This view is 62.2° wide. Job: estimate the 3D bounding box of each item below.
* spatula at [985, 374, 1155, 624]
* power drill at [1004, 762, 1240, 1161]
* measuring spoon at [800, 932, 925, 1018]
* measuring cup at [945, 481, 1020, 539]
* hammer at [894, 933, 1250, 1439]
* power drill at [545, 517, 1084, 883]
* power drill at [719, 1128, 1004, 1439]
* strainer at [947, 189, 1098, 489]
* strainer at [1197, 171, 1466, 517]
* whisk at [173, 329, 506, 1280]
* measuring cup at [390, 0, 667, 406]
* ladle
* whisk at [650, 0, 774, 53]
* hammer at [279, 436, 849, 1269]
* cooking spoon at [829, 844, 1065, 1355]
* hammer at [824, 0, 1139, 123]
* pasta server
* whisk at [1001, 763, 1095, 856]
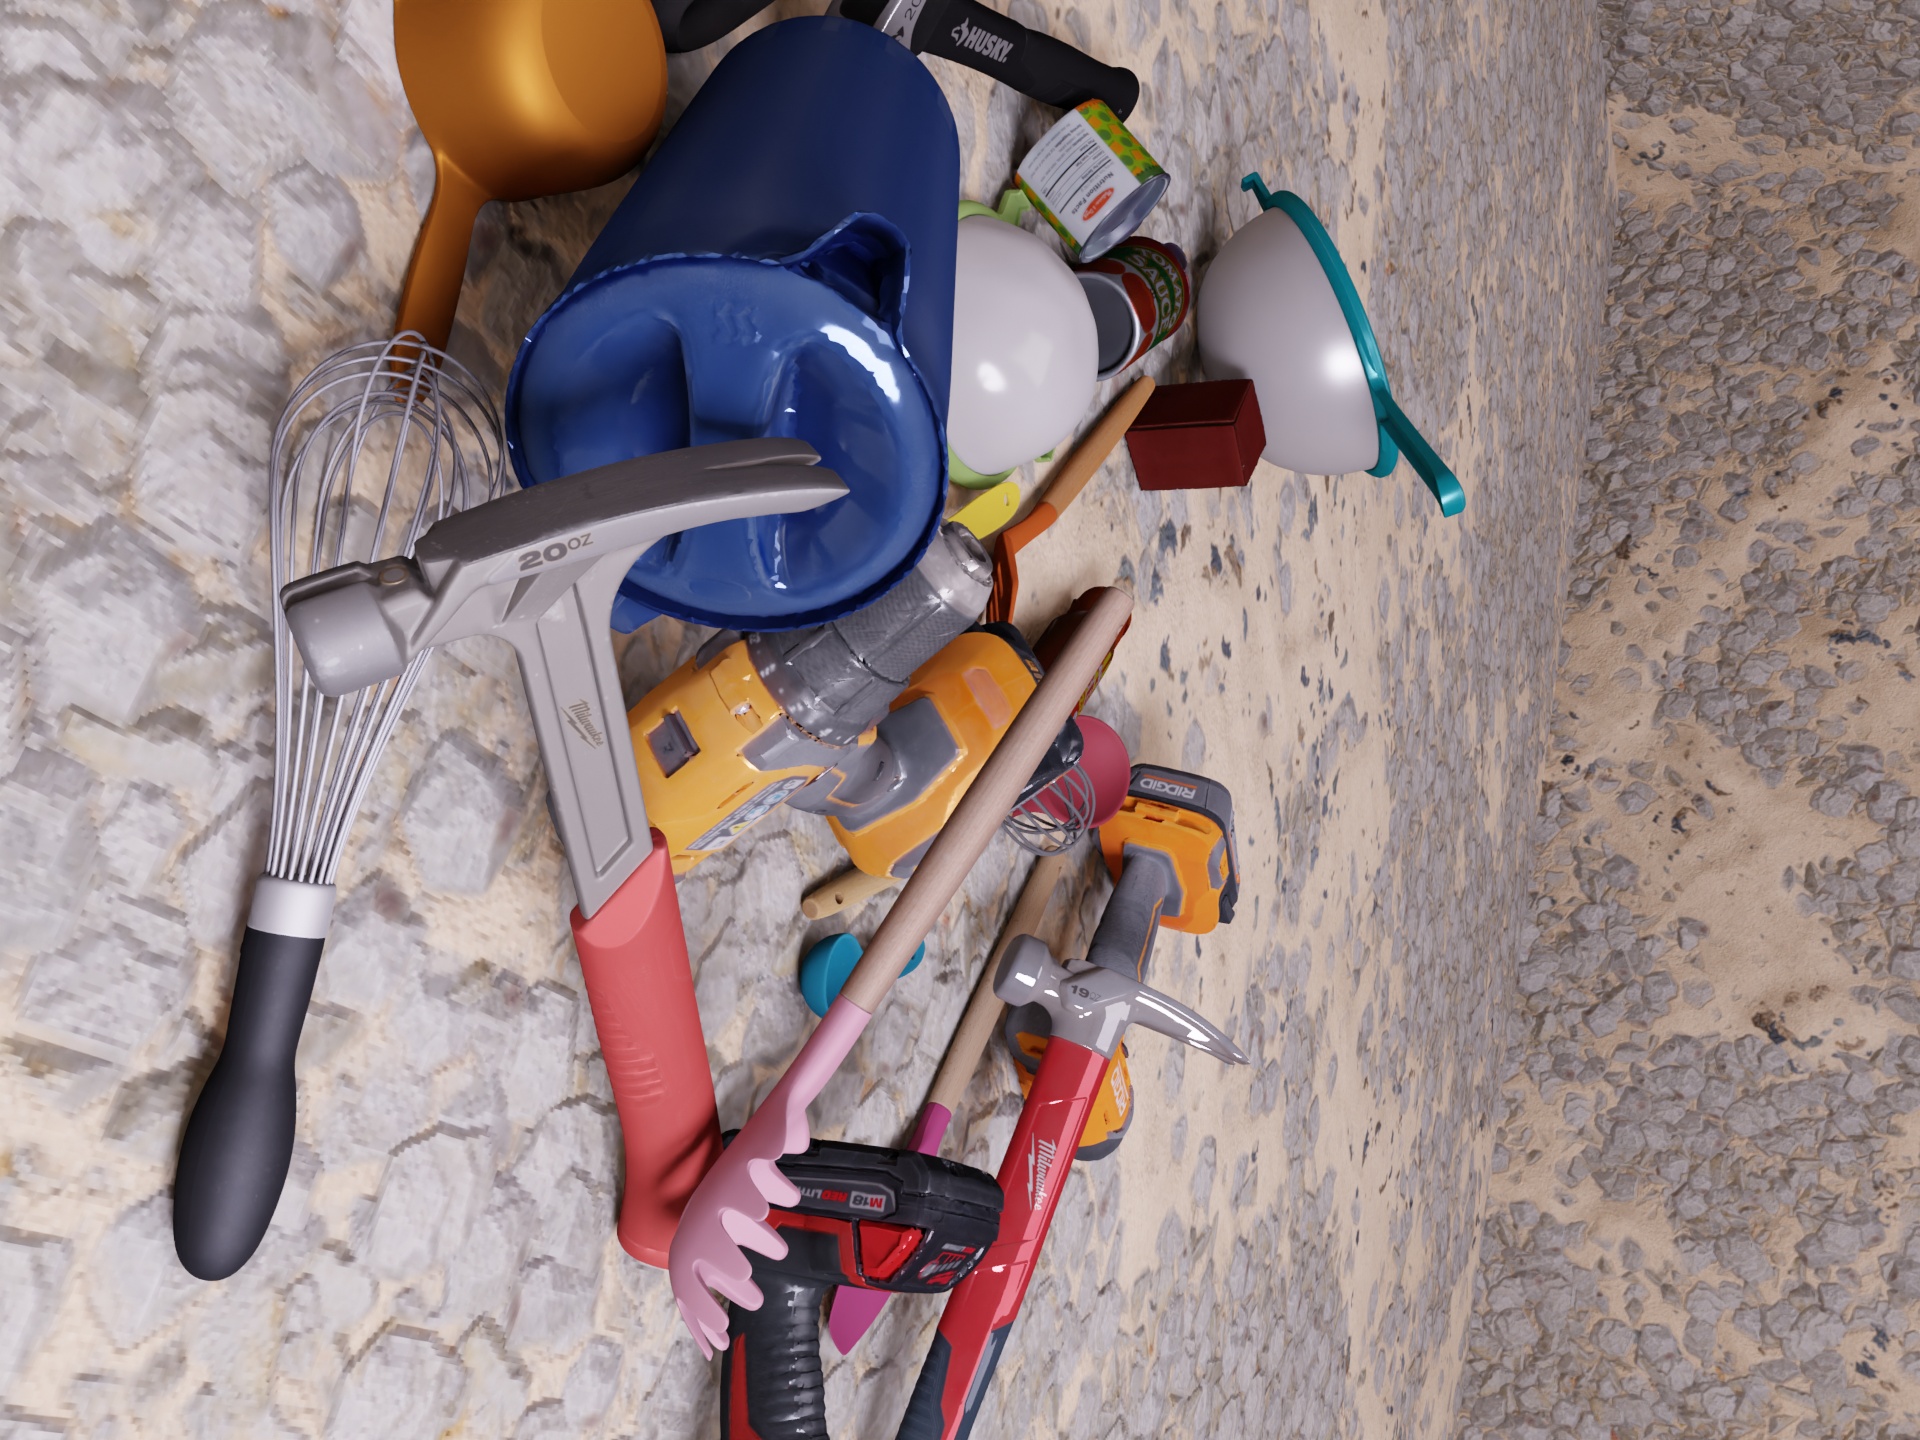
[{"bbox_3d":[0.067,-0.129,0.934,0.323,0.041,0.081,-55,162,-46],"label":"spatula"},{"bbox_3d":[0.103,0.159,0.990,0.227,0.084,0.164,-61,151,-33],"label":"power drill"},{"bbox_3d":[-0.049,0.120,0.783,0.128,0.021,0.042,1,91,-70],"label":"measuring spoon"},{"bbox_3d":[-0.011,-0.098,0.812,0.156,0.029,0.062,-39,126,-57],"label":"measuring cup"},{"bbox_3d":[0.021,0.313,0.808,0.038,0.143,0.386,133,-19,-72],"label":"hammer"},{"bbox_3d":[-0.030,-0.003,0.637,0.084,0.185,0.226,59,21,17],"label":"power drill"},{"bbox_3d":[-0.039,0.291,0.642,0.080,0.188,0.227,40,55,-56],"label":"power drill"},{"bbox_3d":[0.009,-0.179,0.792,0.256,0.069,0.151,-39,126,-55],"label":"strainer"},{"bbox_3d":[0.230,-0.215,1.064,0.341,0.095,0.210,-104,170,-52],"label":"strainer"},{"bbox_3d":[-0.191,0.023,0.472,0.070,0.070,0.284,17,83,-61],"label":"whisk"},{"bbox_3d":[-0.146,-0.183,0.525,0.095,0.052,0.174,35,61,-57],"label":"measuring cup"},{"bbox_3d":[0.011,0.056,0.867,0.315,0.031,0.069,-22,94,-57],"label":"ladle"},{"bbox_3d":[-0.046,-0.352,0.692,0.296,0.073,0.073,-51,136,-38],"label":"whisk"},{"bbox_3d":[-0.101,0.075,0.536,0.149,0.037,0.358,-20,136,-20],"label":"hammer"},{"bbox_3d":[-0.002,0.191,0.867,0.068,0.017,0.319,76,33,-44],"label":"cooking spoon"},{"bbox_3d":[0.030,-0.341,0.802,0.146,0.035,0.335,-56,168,24],"label":"hammer"},{"bbox_3d":[-0.018,0.086,0.592,0.316,0.040,0.060,-57,168,-7],"label":"pasta server"},{"bbox_3d":[0.000,-0.003,0.798,0.238,0.055,0.055,45,54,-40],"label":"whisk"}]
